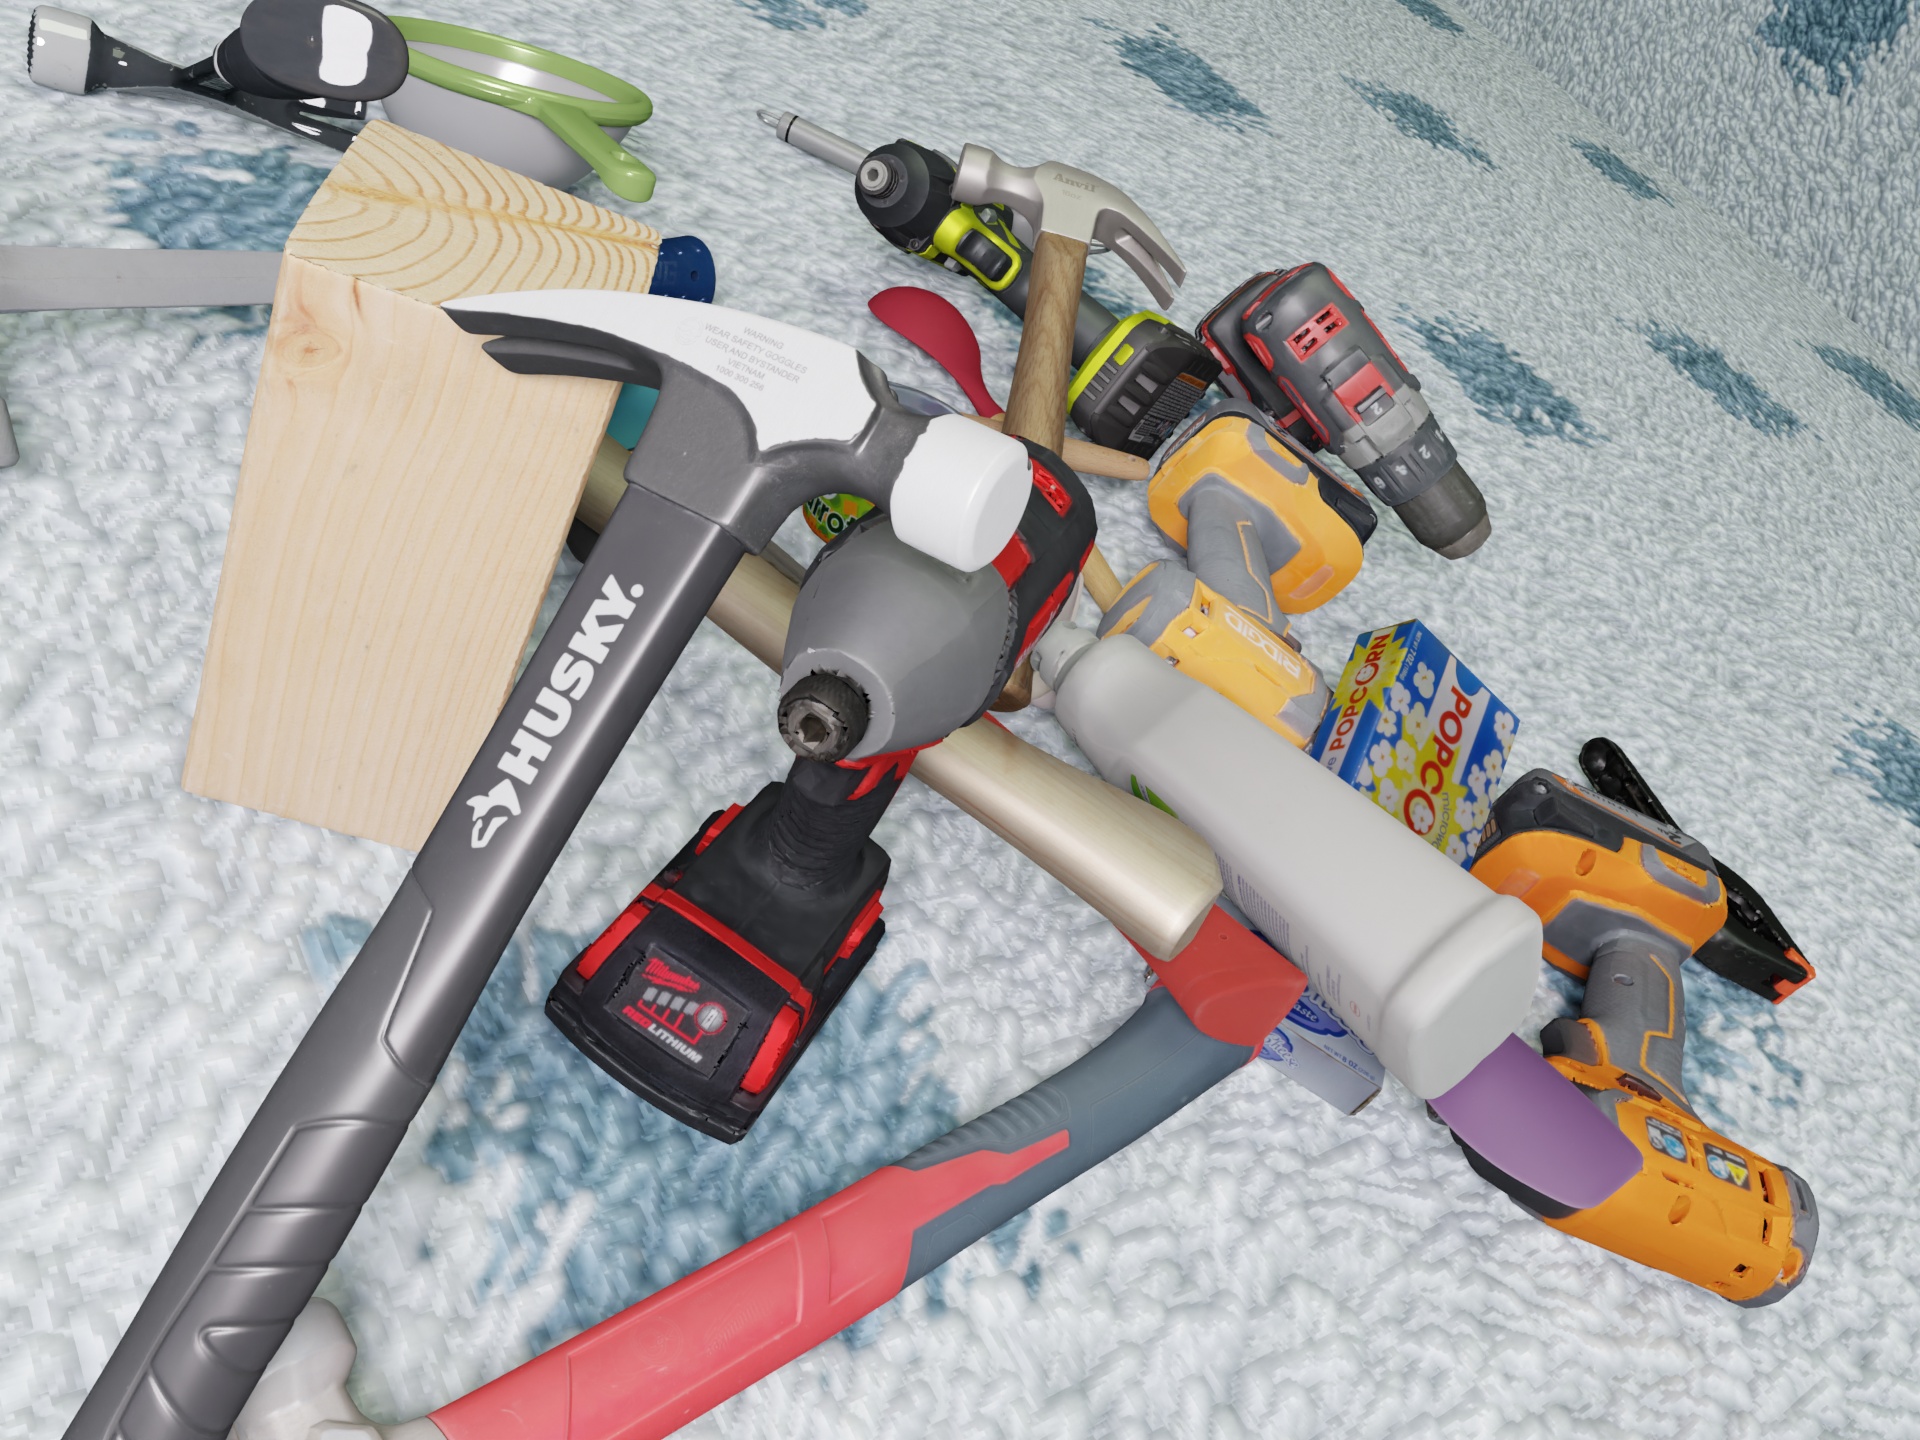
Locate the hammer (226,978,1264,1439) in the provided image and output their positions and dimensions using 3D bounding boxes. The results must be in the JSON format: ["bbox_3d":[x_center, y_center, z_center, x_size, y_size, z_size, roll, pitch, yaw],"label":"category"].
[{"bbox_3d":[-0.014,0.170,0.490,0.386,0.038,0.143,-16,59,-45],"label":"hammer"}]

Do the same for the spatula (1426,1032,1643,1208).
[{"bbox_3d":[0.148,0.082,0.676,0.060,0.018,0.316,-21,50,-30],"label":"spatula"}]

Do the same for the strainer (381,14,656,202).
[{"bbox_3d":[-0.218,-0.290,0.813,0.151,0.069,0.257,-2,34,-37],"label":"strainer"}]

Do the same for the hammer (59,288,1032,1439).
[{"bbox_3d":[-0.125,0.052,0.361,0.146,0.335,0.035,27,-7,18],"label":"hammer"}]

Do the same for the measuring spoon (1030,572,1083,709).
[{"bbox_3d":[0.054,-0.041,0.789,0.018,0.034,0.124,46,28,-19],"label":"measuring spoon"}]

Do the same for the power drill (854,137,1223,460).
[{"bbox_3d":[0.039,-0.254,0.942,0.223,0.080,0.171,43,18,10],"label":"power drill"}]

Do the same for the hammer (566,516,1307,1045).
[{"bbox_3d":[-0.001,-0.002,0.663,0.359,0.036,0.149,40,37,24],"label":"hammer"}]

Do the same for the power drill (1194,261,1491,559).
[{"bbox_3d":[0.228,-0.189,0.958,0.187,0.080,0.227,48,10,-13],"label":"power drill"}]

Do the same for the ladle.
[{"bbox_3d":[0.031,-0.150,0.895,0.069,0.031,0.316,0,49,-40],"label":"ladle"}]

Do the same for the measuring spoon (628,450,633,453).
[{"bbox_3d":[-0.154,-0.114,0.737,0.116,0.011,0.021,0,65,-39],"label":"measuring spoon"}]

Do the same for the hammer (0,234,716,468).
[{"bbox_3d":[-0.255,-0.200,0.694,0.035,0.144,0.405,1,14,34],"label":"hammer"}]

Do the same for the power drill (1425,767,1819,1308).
[{"bbox_3d":[0.277,0.129,0.710,0.164,0.084,0.227,24,41,-9],"label":"power drill"}]

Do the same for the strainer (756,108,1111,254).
[{"bbox_3d":[-0.024,-0.354,1.075,0.258,0.050,0.087,27,-2,4],"label":"strainer"}]

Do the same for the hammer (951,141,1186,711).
[{"bbox_3d":[0.040,-0.153,0.801,0.130,0.031,0.332,13,62,-8],"label":"hammer"}]

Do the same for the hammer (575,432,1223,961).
[{"bbox_3d":[-0.082,-0.039,0.607,0.411,0.038,0.146,36,43,18],"label":"hammer"}]

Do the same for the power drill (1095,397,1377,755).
[{"bbox_3d":[0.168,-0.052,0.834,0.185,0.084,0.226,36,38,-13],"label":"power drill"}]

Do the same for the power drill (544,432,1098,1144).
[{"bbox_3d":[-0.043,0.023,0.483,0.078,0.219,0.143,34,37,3],"label":"power drill"}]

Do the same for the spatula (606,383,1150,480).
[{"bbox_3d":[-0.038,-0.151,0.827,0.317,0.044,0.082,7,46,-29],"label":"spatula"}]

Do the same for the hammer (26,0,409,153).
[{"bbox_3d":[-0.279,-0.256,0.632,0.149,0.036,0.409,5,15,-33],"label":"hammer"}]
